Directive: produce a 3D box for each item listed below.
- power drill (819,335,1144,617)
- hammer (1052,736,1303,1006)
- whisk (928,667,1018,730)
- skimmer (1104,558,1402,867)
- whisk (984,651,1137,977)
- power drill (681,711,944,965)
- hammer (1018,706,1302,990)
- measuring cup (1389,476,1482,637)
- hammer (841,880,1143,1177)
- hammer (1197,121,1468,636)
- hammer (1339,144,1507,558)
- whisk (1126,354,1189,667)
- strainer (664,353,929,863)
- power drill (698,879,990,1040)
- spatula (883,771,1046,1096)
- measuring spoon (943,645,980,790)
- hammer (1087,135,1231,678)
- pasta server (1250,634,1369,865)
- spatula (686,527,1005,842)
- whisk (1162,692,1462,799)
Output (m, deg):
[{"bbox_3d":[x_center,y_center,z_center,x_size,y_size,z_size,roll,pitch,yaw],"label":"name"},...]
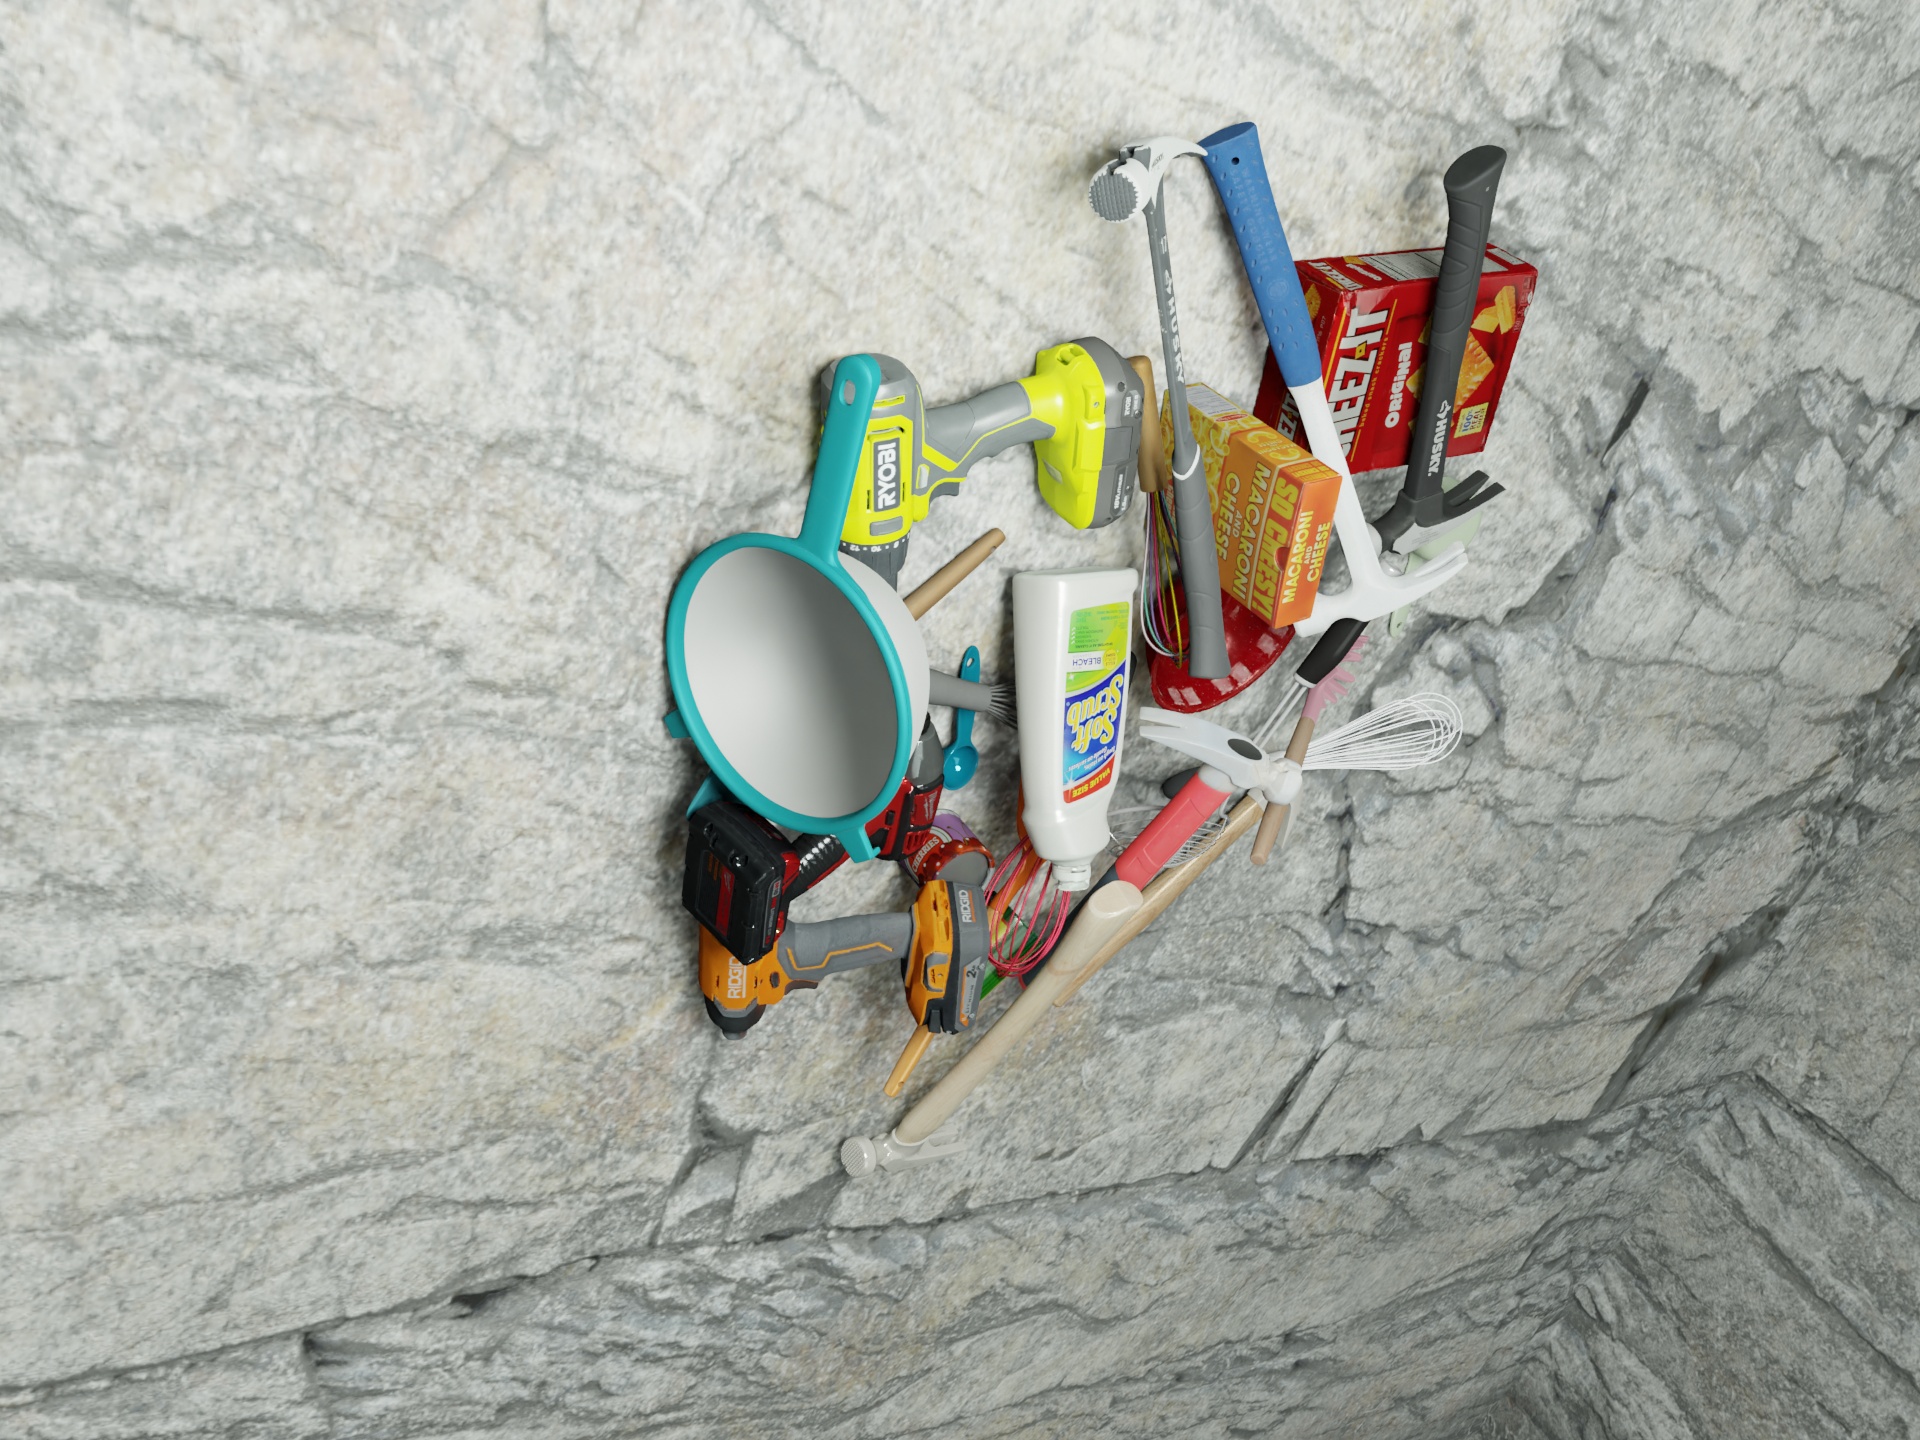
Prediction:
[{"bbox_3d":[0.008,-0.173,1.119,0.228,0.080,0.190,-16,131,-23],"label":"power drill"},{"bbox_3d":[0.208,0.161,1.563,0.331,0.031,0.129,-43,137,1],"label":"hammer"},{"bbox_3d":[0.016,-0.021,1.250,0.238,0.055,0.055,10,116,-46],"label":"whisk"},{"bbox_3d":[0.248,-0.005,1.390,0.127,0.090,0.363,14,119,-40],"label":"skimmer"},{"bbox_3d":[0.086,0.076,1.331,0.073,0.073,0.296,30,80,-46],"label":"whisk"},{"bbox_3d":[-0.099,0.078,1.202,0.219,0.079,0.143,-30,148,-38],"label":"power drill"},{"bbox_3d":[0.133,0.131,1.395,0.143,0.038,0.386,22,135,-13],"label":"hammer"},{"bbox_3d":[0.437,-0.144,1.483,0.083,0.038,0.167,-11,127,-30],"label":"measuring cup"},{"bbox_3d":[0.046,0.290,1.470,0.146,0.038,0.410,3,135,-44],"label":"hammer"},{"bbox_3d":[0.267,-0.247,1.191,0.144,0.035,0.405,-17,121,16],"label":"hammer"},{"bbox_3d":[0.378,-0.277,1.228,0.146,0.035,0.334,-21,135,-18],"label":"hammer"},{"bbox_3d":[0.153,-0.155,1.213,0.047,0.051,0.244,-44,128,-56],"label":"whisk"},{"bbox_3d":[-0.079,-0.087,1.051,0.095,0.211,0.340,-29,144,-49],"label":"strainer"},{"bbox_3d":[-0.099,0.201,1.292,0.226,0.084,0.164,2,128,-9],"label":"power drill"},{"bbox_3d":[0.014,0.181,1.379,0.081,0.041,0.322,29,92,-39],"label":"spatula"},{"bbox_3d":[-0.002,-0.004,1.292,0.042,0.021,0.128,-17,123,-41],"label":"measuring spoon"},{"bbox_3d":[0.157,-0.205,1.125,0.149,0.036,0.408,-54,140,-48],"label":"hammer"},{"bbox_3d":[0.307,0.021,1.403,0.316,0.040,0.060,-58,162,-45],"label":"pasta server"},{"bbox_3d":[-0.081,-0.031,1.188,0.317,0.044,0.082,-41,151,-4],"label":"spatula"},{"bbox_3d":[0.327,0.032,1.480,0.284,0.070,0.070,-13,134,2],"label":"whisk"}]
